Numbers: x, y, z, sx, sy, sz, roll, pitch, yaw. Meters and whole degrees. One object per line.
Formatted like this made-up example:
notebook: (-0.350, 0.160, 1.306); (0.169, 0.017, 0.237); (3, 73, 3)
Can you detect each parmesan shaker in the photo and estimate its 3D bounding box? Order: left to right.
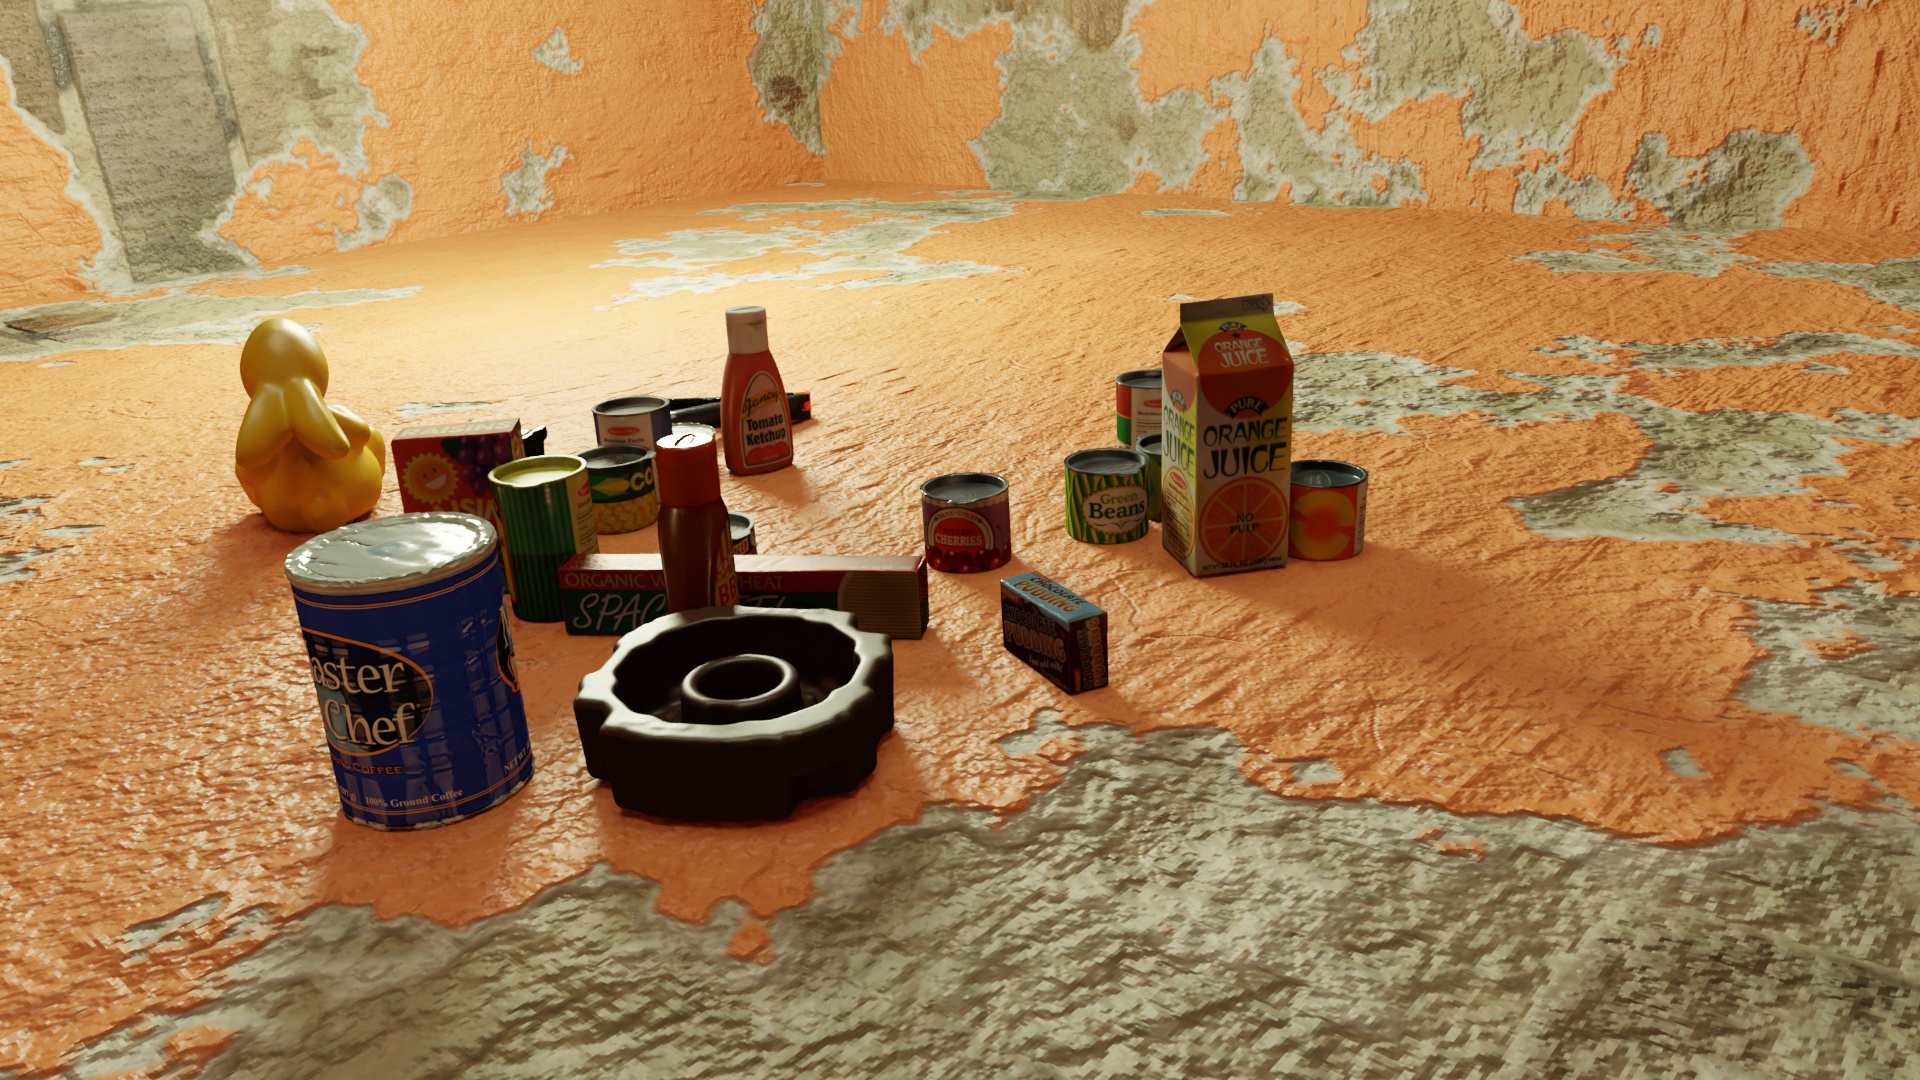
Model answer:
parmesan shaker: (-0.289, -0.001, 0.972); (0.071, 0.102, 0.071); (-3, 20, 1)

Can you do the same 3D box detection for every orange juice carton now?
orange juice carton: (0.188, -0.078, 0.987); (0.072, 0.192, 0.073); (-7, 20, -11)

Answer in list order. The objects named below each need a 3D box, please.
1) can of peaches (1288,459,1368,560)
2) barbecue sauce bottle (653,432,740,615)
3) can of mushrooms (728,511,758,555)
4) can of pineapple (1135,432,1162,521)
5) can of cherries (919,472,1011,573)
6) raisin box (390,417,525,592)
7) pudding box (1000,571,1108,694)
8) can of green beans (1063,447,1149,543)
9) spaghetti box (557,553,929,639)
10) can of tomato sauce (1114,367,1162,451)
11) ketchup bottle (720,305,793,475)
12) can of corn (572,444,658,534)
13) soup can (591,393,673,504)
can of peaches: (0.262, -0.023, 1.023); (0.071, 0.057, 0.071); (-3, 20, 1)
barbecue sauce bottle: (-0.164, 0.008, 0.867); (0.044, 0.148, 0.065); (-1, 20, 6)
can of mushrooms: (-0.185, 0.004, 1.044); (0.071, 0.033, 0.071); (-2, 20, 1)
can of pineapple: (0.173, -0.052, 1.112); (0.071, 0.057, 0.071); (-3, 20, 1)
can of cherries: (0.004, -0.013, 1.030); (0.071, 0.058, 0.072); (-3, 20, 1)
raisin box: (-0.357, -0.023, 1.013); (0.086, 0.123, 0.040); (-5, 20, -5)
pudding box: (0.057, 0.055, 0.854); (0.030, 0.049, 0.084); (-13, 22, -25)
can of green beans: (0.113, -0.035, 1.075); (0.071, 0.057, 0.071); (-3, 20, 1)
spaghetti box: (-0.146, 0.037, 0.928); (0.250, 0.050, 0.029); (0, 20, 8)
can of tomato sauce: (0.169, -0.103, 1.213); (0.071, 0.082, 0.071); (-3, 20, 1)
ketchup bottle: (-0.188, -0.137, 1.259); (0.065, 0.148, 0.043); (-16, 24, -32)
can of corn: (-0.283, -0.043, 1.148); (0.071, 0.058, 0.071); (-3, 20, 1)
soup can: (-0.281, -0.079, 1.209); (0.071, 0.083, 0.071); (-3, 20, 1)
